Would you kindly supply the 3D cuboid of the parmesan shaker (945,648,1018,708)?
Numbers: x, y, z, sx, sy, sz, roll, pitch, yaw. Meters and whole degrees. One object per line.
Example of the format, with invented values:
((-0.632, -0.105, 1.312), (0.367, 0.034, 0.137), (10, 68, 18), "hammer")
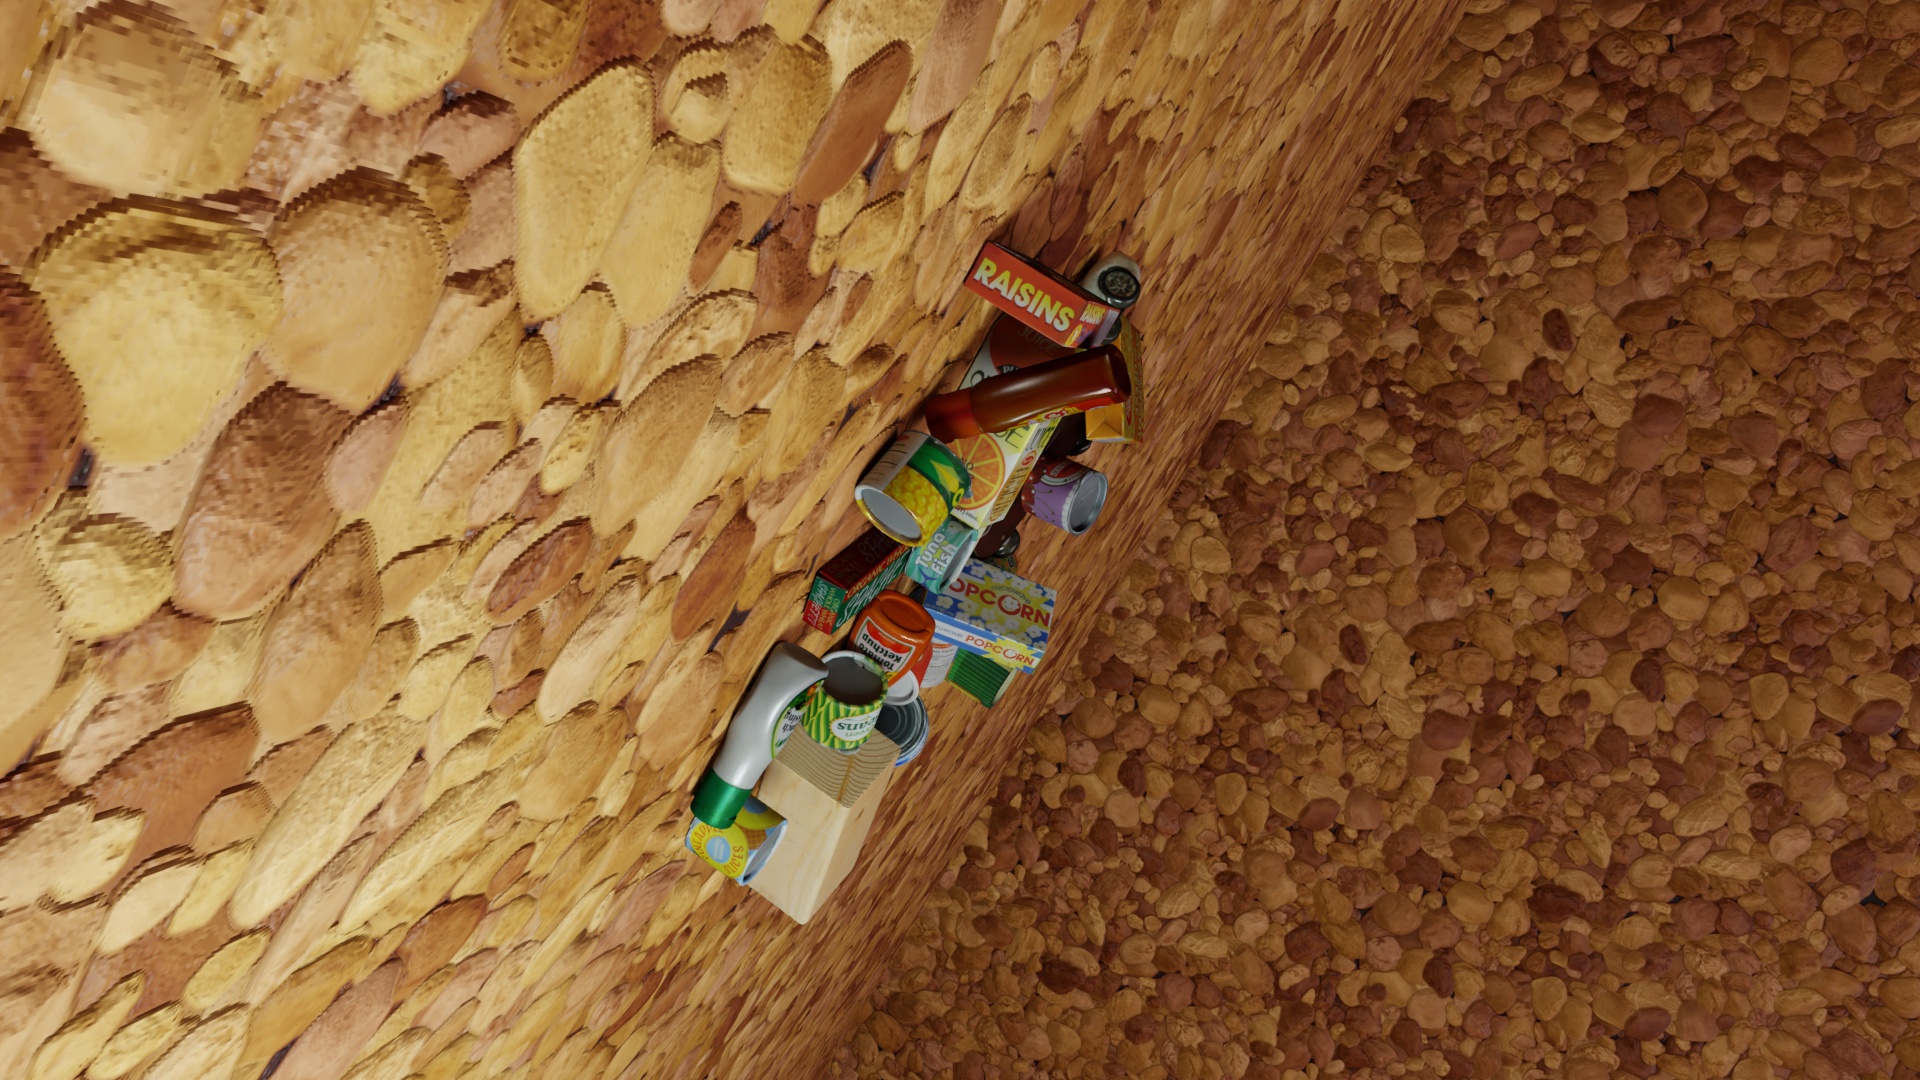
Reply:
((0.007, 0.134, 1.546), (0.071, 0.103, 0.071), (-54, 168, -17), "parmesan shaker")

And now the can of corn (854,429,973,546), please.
((-0.033, -0.036, 1.016), (0.058, 0.071, 0.071), (-52, 167, -24), "can of corn")

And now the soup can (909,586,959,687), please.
((-0.032, 0.094, 1.382), (0.072, 0.071, 0.083), (-46, 164, -44), "soup can")

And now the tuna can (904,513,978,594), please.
((-0.016, 0.009, 1.151), (0.071, 0.033, 0.071), (-55, 168, -17), "tuna can")

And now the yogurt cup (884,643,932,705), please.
((-0.061, 0.115, 1.317), (0.054, 0.072, 0.072), (-58, 172, -43), "yogurt cup")

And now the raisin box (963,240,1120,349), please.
((0.062, -0.176, 1.007), (0.040, 0.086, 0.123), (-59, 168, 14), "raisin box")

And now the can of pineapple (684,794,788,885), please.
((-0.185, 0.242, 1.144), (0.071, 0.058, 0.070), (-54, 168, -17), "can of pineapple")

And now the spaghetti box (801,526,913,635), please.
((-0.050, 0.000, 1.147), (0.251, 0.029, 0.050), (-42, 160, -54), "spaghetti box")

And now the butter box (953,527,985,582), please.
((0.005, -0.016, 1.288), (0.103, 0.024, 0.053), (-60, -161, 12), "butter box")

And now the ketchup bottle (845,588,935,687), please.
((-0.075, 0.105, 1.243), (0.044, 0.065, 0.148), (-56, 179, -43), "ketchup bottle")

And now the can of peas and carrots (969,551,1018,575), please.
((0.019, 0.031, 1.419), (0.059, 0.071, 0.070), (-44, 162, -51), "can of peas and carrots")

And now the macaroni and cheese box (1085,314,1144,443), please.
((0.158, -0.161, 1.415), (0.166, 0.040, 0.123), (-7, 95, -75), "macaroni and cheese box")

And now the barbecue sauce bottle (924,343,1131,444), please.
((0.048, -0.106, 1.024), (0.065, 0.148, 0.043), (-20, 96, -71), "barbecue sauce bottle")

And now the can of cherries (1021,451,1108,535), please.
((0.101, -0.048, 1.341), (0.072, 0.058, 0.071), (-37, 141, -37), "can of cherries")

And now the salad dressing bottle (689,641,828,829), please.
((-0.156, 0.150, 1.060), (0.147, 0.044, 0.064), (-59, 169, 7), "salad dressing bottle")

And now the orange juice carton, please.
((0.041, -0.110, 1.126), (0.192, 0.072, 0.073), (-61, 168, 14), "orange juice carton")

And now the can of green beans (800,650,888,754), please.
((-0.101, 0.138, 1.200), (0.071, 0.071, 0.057), (-45, 163, -47), "can of green beans")

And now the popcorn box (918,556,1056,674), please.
((0.024, 0.066, 1.331), (0.085, 0.127, 0.038), (-75, -172, -46), "popcorn box")
